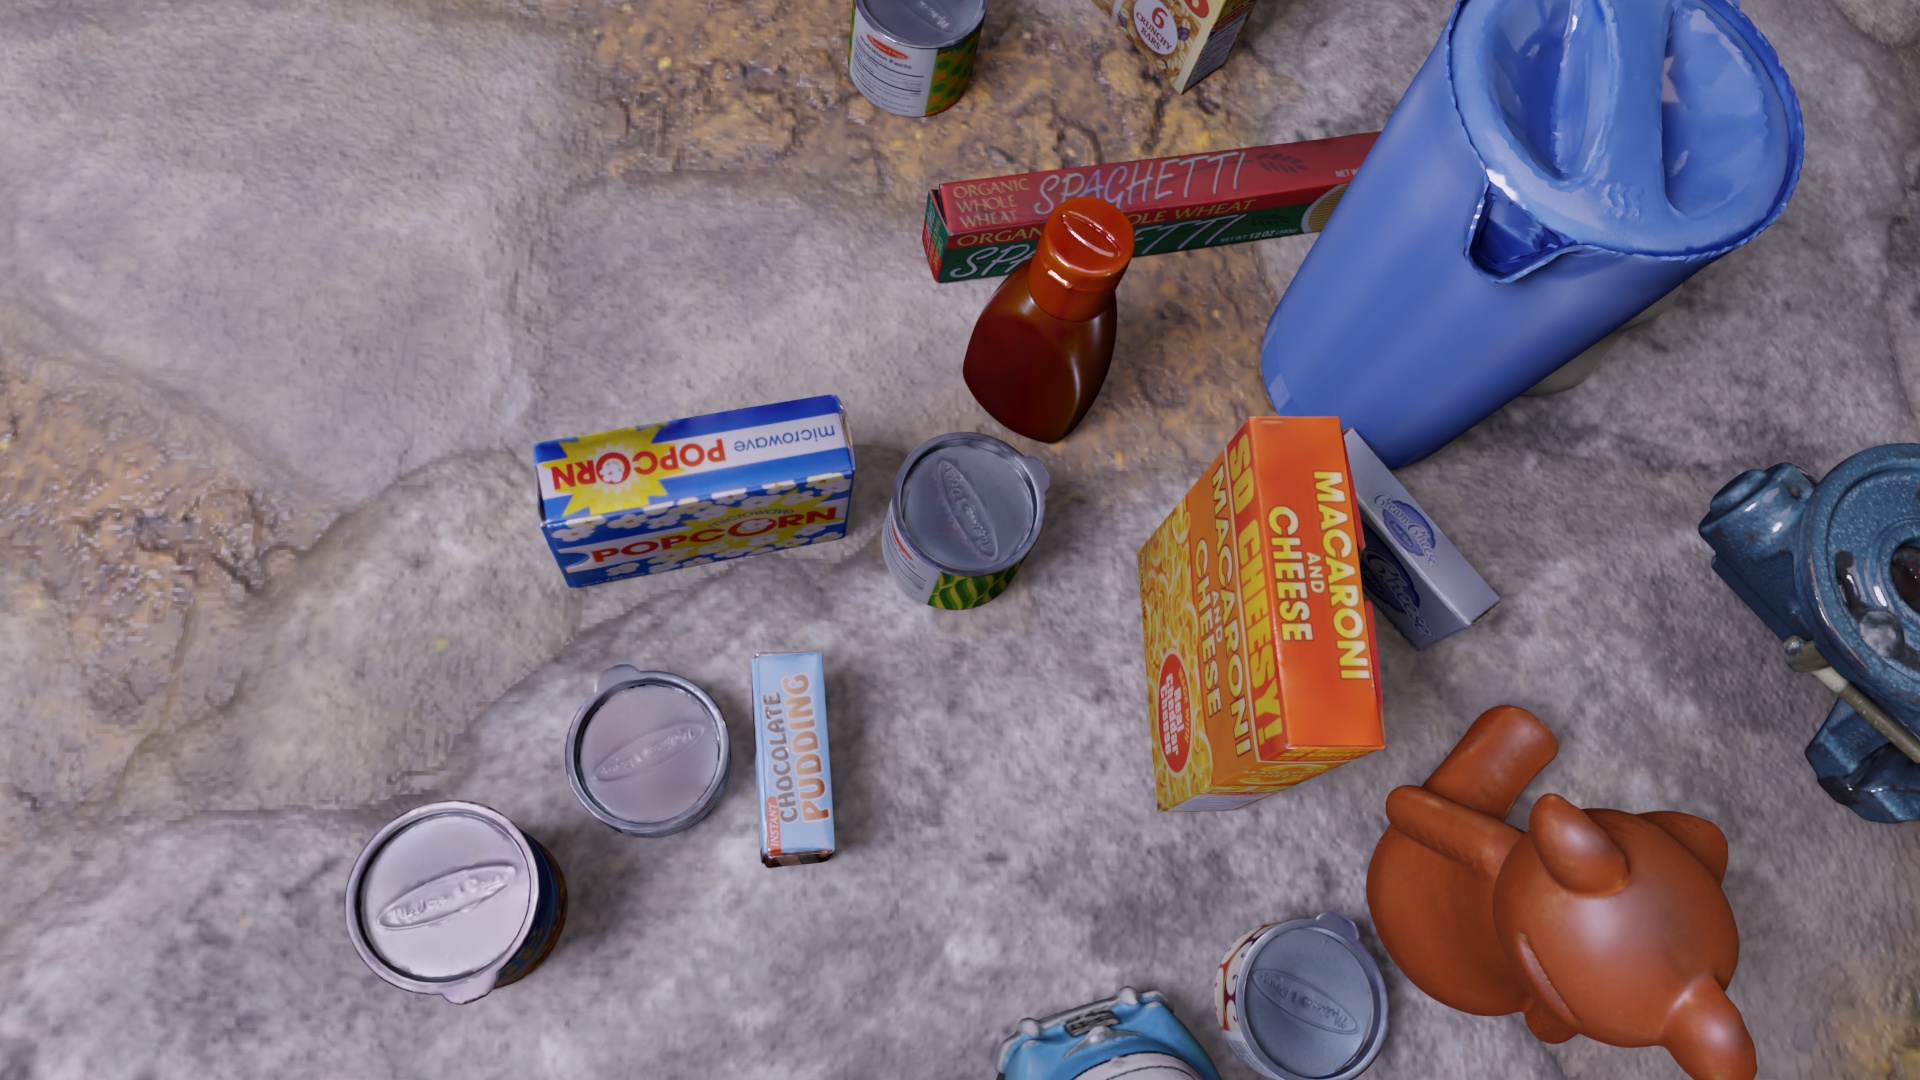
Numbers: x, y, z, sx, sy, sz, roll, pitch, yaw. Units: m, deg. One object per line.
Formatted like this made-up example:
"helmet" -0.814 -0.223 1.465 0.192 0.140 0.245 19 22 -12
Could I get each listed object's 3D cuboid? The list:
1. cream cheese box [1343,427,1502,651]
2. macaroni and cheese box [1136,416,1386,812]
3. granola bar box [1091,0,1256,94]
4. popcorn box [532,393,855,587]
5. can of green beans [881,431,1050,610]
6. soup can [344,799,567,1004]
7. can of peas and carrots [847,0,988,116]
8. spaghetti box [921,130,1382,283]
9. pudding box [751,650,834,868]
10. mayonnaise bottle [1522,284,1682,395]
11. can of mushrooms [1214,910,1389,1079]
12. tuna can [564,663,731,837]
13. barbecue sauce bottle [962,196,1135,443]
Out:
"cream cheese box" 0.198 0.001 0.646 0.024 0.053 0.104 -35 80 -17
"macaroni and cheese box" 0.114 0.037 0.561 0.040 0.166 0.124 0 72 -8
"granola bar box" 0.088 -0.329 0.704 0.039 0.123 0.165 -37 80 -17
"popcorn box" -0.111 -0.020 0.591 0.127 0.085 0.038 -11 74 -12
"can of green beans" 0.000 -0.007 0.618 0.071 0.057 0.071 3 71 -7
"soup can" -0.187 0.140 0.527 0.071 0.083 0.071 3 71 -7
"can of peas and carrots" -0.021 -0.259 0.700 0.071 0.058 0.071 3 71 -7
"spaghetti box" 0.105 -0.167 0.691 0.250 0.050 0.029 -10 74 -11
"pudding box" -0.070 0.091 0.578 0.030 0.049 0.084 -3 72 -9
"mayonnaise bottle" 0.303 -0.123 0.653 0.041 0.147 0.065 -4 73 -10
"can of mushrooms" 0.143 0.192 0.584 0.071 0.033 0.071 3 71 -7
"tuna can" -0.130 0.088 0.580 0.071 0.032 0.071 3 71 -7
"barbecue sauce bottle" 0.040 -0.095 0.605 0.065 0.148 0.044 38 71 5
